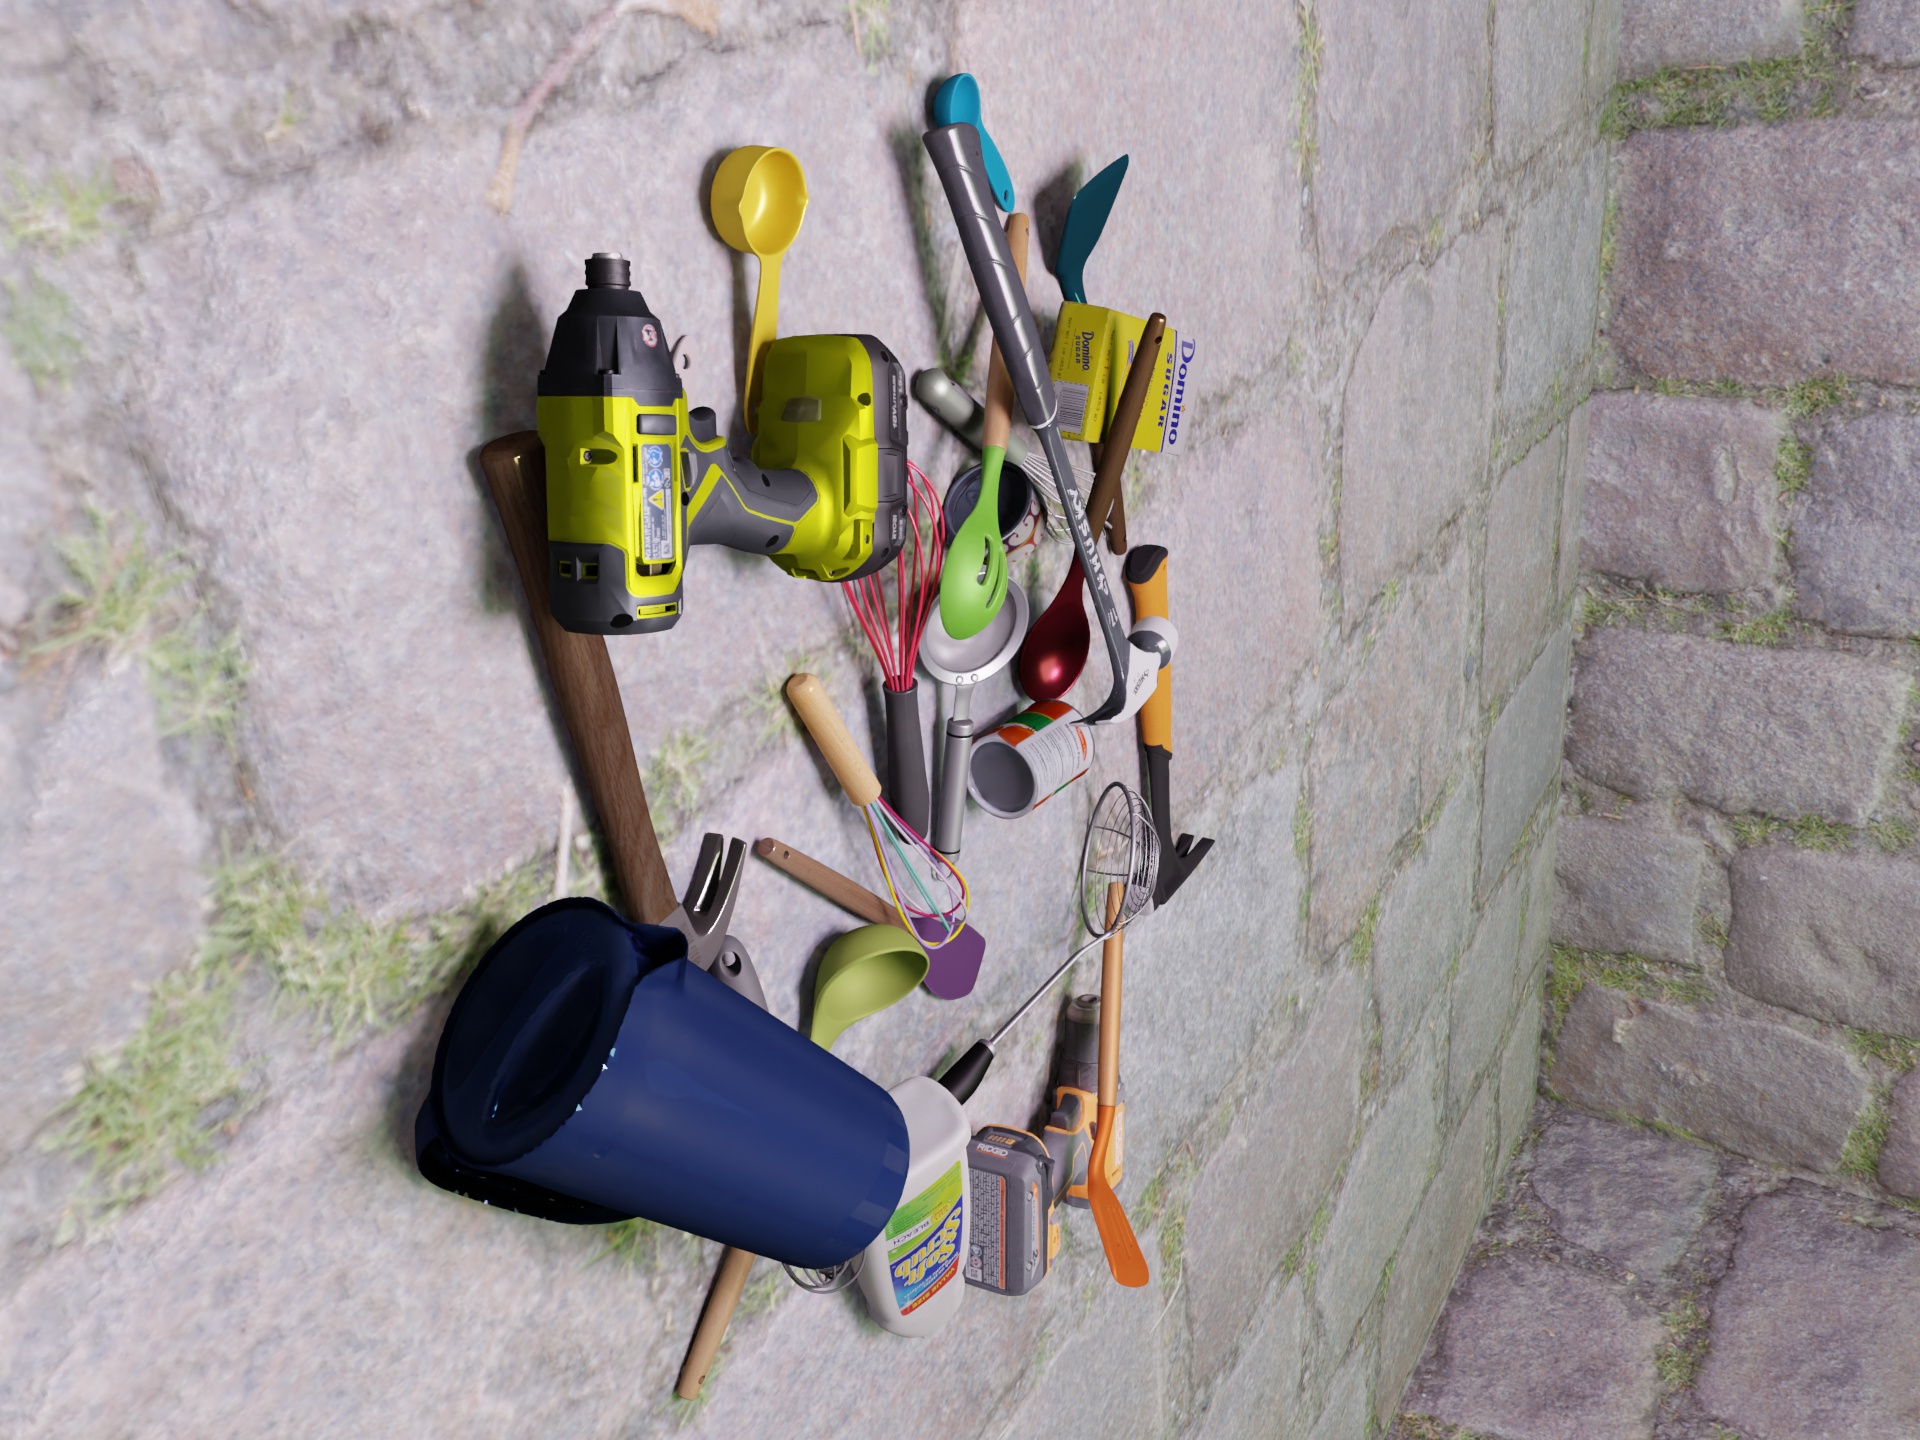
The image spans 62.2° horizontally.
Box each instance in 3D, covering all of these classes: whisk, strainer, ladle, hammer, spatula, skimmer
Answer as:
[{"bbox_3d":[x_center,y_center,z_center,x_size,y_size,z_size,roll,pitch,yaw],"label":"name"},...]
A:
[{"bbox_3d":[-0.050,0.060,1.038,0.051,0.047,0.244,-111,175,-54],"label":"whisk"},{"bbox_3d":[-0.002,-0.004,1.110,0.087,0.050,0.258,-6,114,-30],"label":"strainer"},{"bbox_3d":[-0.105,0.281,1.022,0.078,0.062,0.320,37,71,-53],"label":"ladle"},{"bbox_3d":[0.056,-0.181,1.029,0.149,0.036,0.408,-56,132,-50],"label":"hammer"},{"bbox_3d":[-0.052,0.137,1.094,0.315,0.018,0.060,42,61,-56],"label":"spatula"},{"bbox_3d":[0.129,0.291,1.298,0.081,0.041,0.323,36,54,-58],"label":"spatula"},{"bbox_3d":[-0.184,0.009,0.826,0.130,0.031,0.331,-42,133,-44],"label":"hammer"},{"bbox_3d":[0.095,-0.144,1.137,0.069,0.031,0.315,-15,136,-35],"label":"ladle"},{"bbox_3d":[-0.109,0.241,0.970,0.055,0.055,0.239,-30,108,-51],"label":"whisk"},{"bbox_3d":[0.038,0.192,1.232,0.363,0.090,0.127,-42,172,-29],"label":"skimmer"},{"bbox_3d":[-0.040,-0.040,1.018,0.073,0.073,0.295,-43,139,-44],"label":"whisk"},{"bbox_3d":[0.109,-0.259,1.200,0.082,0.044,0.317,-48,139,-38],"label":"spatula"},{"bbox_3d":[0.178,0.002,1.405,0.127,0.034,0.336,-38,131,-46],"label":"hammer"},{"bbox_3d":[0.042,-0.184,1.115,0.059,0.058,0.246,-49,144,9],"label":"whisk"}]

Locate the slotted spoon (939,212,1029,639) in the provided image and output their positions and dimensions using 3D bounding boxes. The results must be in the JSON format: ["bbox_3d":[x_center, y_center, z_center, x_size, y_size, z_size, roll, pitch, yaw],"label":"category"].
[{"bbox_3d":[0.024,-0.199,1.036,0.070,0.031,0.314,40,51,-57],"label":"slotted spoon"}]

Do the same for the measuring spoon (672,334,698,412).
[{"bbox_3d":[-0.158,-0.145,0.839,0.034,0.018,0.124,26,71,-58],"label":"measuring spoon"}]

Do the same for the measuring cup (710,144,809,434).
[{"bbox_3d":[-0.116,-0.235,0.871,0.062,0.029,0.156,-33,139,-52],"label":"measuring cup"}]

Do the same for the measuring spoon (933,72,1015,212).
[{"bbox_3d":[0.008,-0.370,1.033,0.128,0.021,0.042,43,62,-65],"label":"measuring spoon"}]

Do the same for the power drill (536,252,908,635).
[{"bbox_3d":[-0.118,-0.139,0.805,0.223,0.080,0.171,-16,110,-58],"label":"power drill"}]

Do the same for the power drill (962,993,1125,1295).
[{"bbox_3d":[0.073,0.342,1.309,0.226,0.084,0.185,-21,114,-59],"label":"power drill"}]
